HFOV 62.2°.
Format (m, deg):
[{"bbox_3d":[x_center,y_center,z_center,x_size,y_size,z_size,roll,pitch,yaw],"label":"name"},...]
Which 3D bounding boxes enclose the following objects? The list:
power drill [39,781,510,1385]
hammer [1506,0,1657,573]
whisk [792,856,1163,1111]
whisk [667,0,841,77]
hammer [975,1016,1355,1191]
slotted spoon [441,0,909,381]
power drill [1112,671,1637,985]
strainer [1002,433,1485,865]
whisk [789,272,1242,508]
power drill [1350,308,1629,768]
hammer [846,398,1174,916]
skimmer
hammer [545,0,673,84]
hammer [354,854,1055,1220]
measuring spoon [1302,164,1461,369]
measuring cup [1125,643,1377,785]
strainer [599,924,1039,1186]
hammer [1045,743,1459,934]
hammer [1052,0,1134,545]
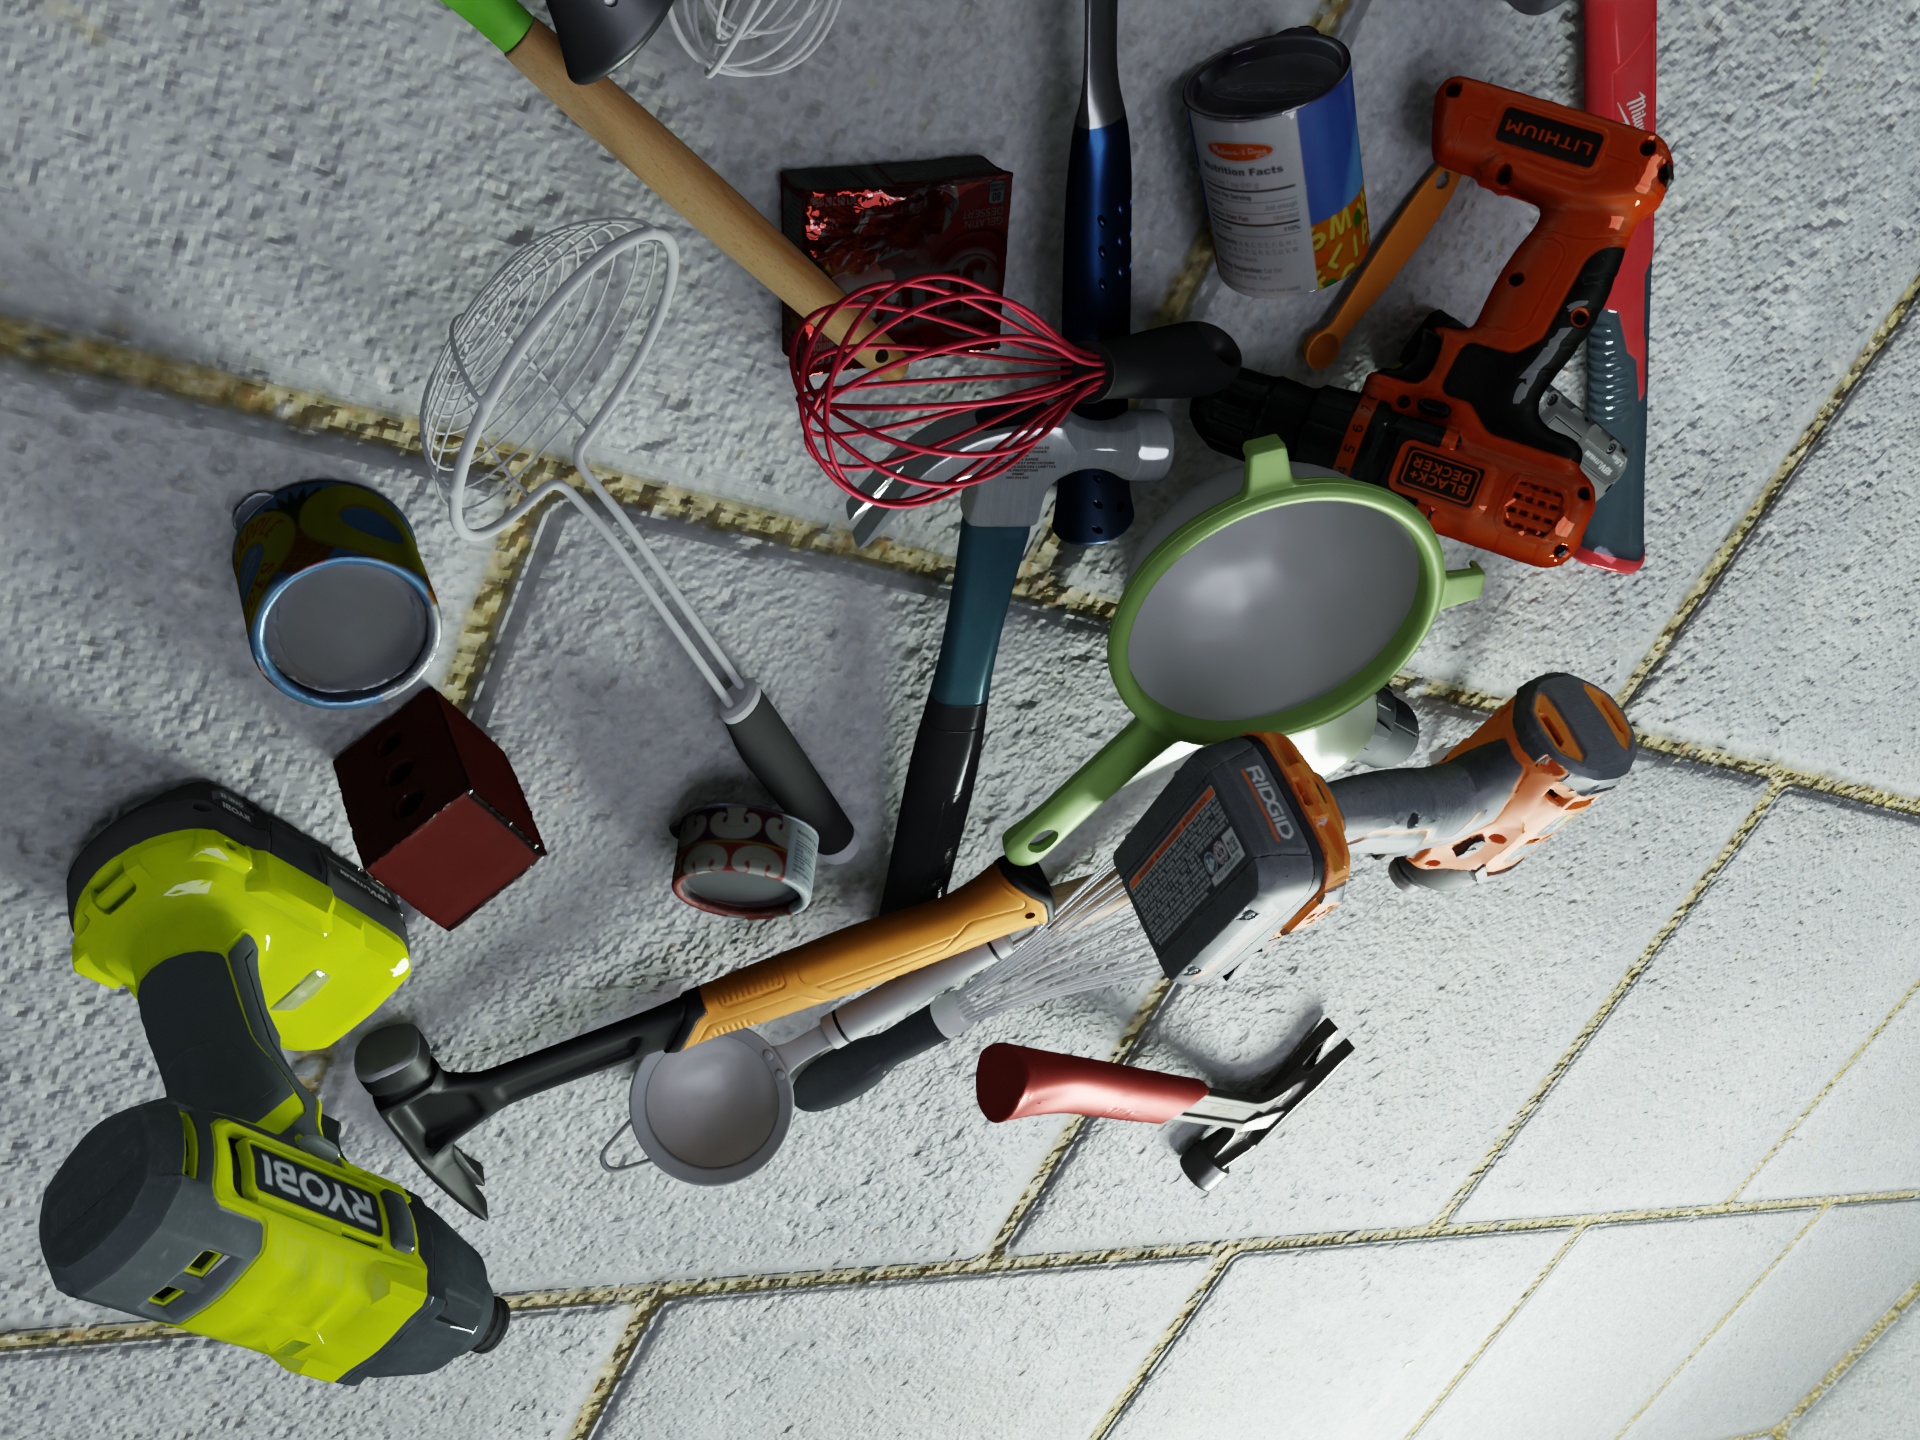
[{"bbox_3d":[-0.253,0.138,0.596,0.080,0.223,0.171,-41,134,3],"label":"power drill"},{"bbox_3d":[0.343,-0.232,0.800,0.143,0.038,0.385,-31,134,-9],"label":"hammer"},{"bbox_3d":[0.022,0.142,0.856,0.284,0.070,0.070,-31,136,16],"label":"whisk"},{"bbox_3d":[-0.024,-0.319,0.508,0.057,0.059,0.246,26,104,-24],"label":"whisk"},{"bbox_3d":[0.126,0.226,0.982,0.149,0.037,0.358,-49,144,11],"label":"hammer"},{"bbox_3d":[-0.123,-0.208,0.522,0.070,0.031,0.313,-47,129,9],"label":"slotted spoon"},{"bbox_3d":[0.193,0.057,0.766,0.226,0.084,0.164,-11,152,-26],"label":"power drill"},{"bbox_3d":[0.099,-0.030,0.732,0.151,0.069,0.256,22,127,-33],"label":"strainer"},{"bbox_3d":[0.037,-0.126,0.576,0.296,0.073,0.073,-23,140,-54],"label":"whisk"},{"bbox_3d":[0.229,-0.076,0.826,0.190,0.080,0.228,21,114,-39],"label":"power drill"},{"bbox_3d":[-0.001,-0.002,0.745,0.128,0.033,0.330,-1,132,-15],"label":"hammer"},{"bbox_3d":[-0.096,-0.038,0.647,0.127,0.090,0.362,-56,142,-24],"label":"skimmer"},{"bbox_3d":[-0.158,-0.327,0.396,0.146,0.035,0.334,-25,127,-5],"label":"hammer"},{"bbox_3d":[-0.112,0.145,0.787,0.337,0.034,0.127,-20,132,-5],"label":"hammer"},{"bbox_3d":[0.197,-0.216,0.746,0.021,0.011,0.117,25,105,-42],"label":"measuring spoon"},{"bbox_3d":[0.126,0.019,0.784,0.167,0.038,0.083,-25,140,3],"label":"measuring cup"},{"bbox_3d":[-0.071,0.167,0.834,0.258,0.087,0.050,-29,179,5],"label":"strainer"},{"bbox_3d":[0.203,0.058,0.911,0.331,0.031,0.130,-18,175,-7],"label":"hammer"},{"bbox_3d":[0.048,-0.236,0.596,0.144,0.035,0.405,-44,146,-35],"label":"hammer"}]
